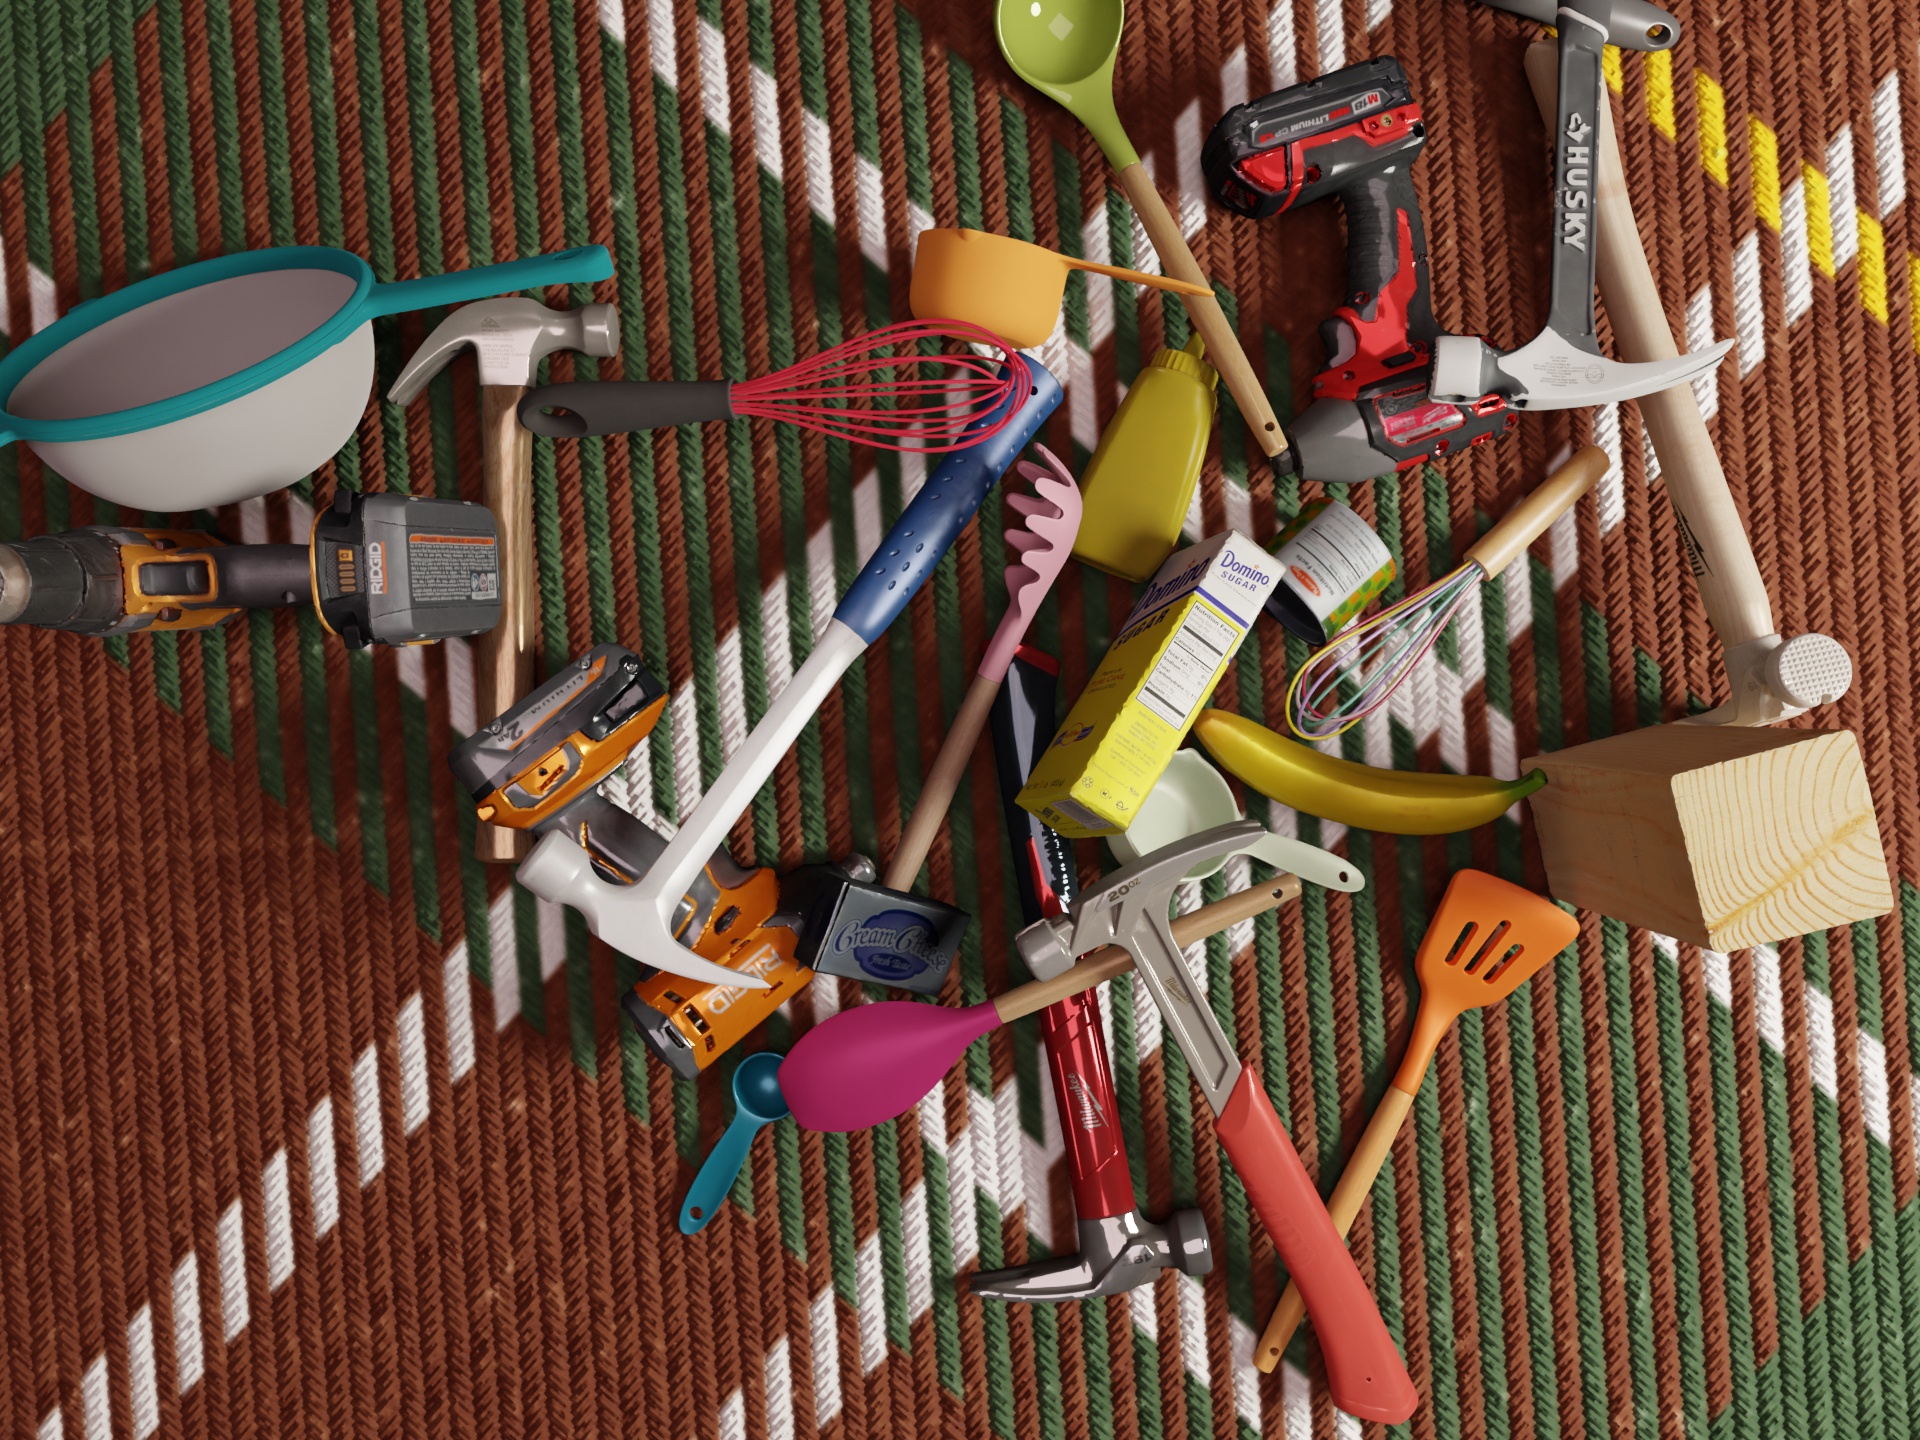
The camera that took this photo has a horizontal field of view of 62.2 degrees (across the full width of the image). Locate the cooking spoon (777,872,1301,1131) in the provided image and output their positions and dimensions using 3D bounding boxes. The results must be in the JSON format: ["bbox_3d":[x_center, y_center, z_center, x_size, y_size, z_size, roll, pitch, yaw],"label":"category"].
[{"bbox_3d":[0.044,0.155,0.904,0.319,0.017,0.069,-24,93,3],"label":"cooking spoon"}]

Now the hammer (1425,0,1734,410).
[{"bbox_3d":[0.344,-0.362,0.868,0.149,0.036,0.409,5,79,11],"label":"hammer"}]

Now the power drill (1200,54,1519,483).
[{"bbox_3d":[0.220,-0.247,0.911,0.143,0.078,0.219,-19,93,1],"label":"power drill"}]

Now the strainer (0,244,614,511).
[{"bbox_3d":[-0.350,-0.189,0.882,0.340,0.211,0.095,-11,128,1],"label":"strainer"}]

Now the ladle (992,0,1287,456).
[{"bbox_3d":[0.109,-0.294,0.898,0.078,0.062,0.320,-25,82,-3],"label":"ladle"}]

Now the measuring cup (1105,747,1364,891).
[{"bbox_3d":[0.159,0.073,0.933,0.167,0.038,0.083,20,68,-17],"label":"measuring cup"}]

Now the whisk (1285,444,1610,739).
[{"bbox_3d":[0.283,-0.077,0.926,0.245,0.051,0.047,-42,86,-2],"label":"whisk"}]

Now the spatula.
[{"bbox_3d":[0.250,0.240,0.928,0.081,0.041,0.322,26,92,-4],"label":"spatula"}]

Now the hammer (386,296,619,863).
[{"bbox_3d":[-0.270,-0.082,0.938,0.130,0.031,0.331,1,91,0],"label":"hammer"}]

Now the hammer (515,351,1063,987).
[{"bbox_3d":[-0.064,-0.037,0.885,0.144,0.035,0.405,39,76,-15],"label":"hammer"}]

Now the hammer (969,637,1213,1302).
[{"bbox_3d":[0.044,0.144,0.932,0.143,0.038,0.386,-10,90,2],"label":"hammer"}]

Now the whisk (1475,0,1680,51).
[{"bbox_3d":[0.305,-0.432,0.922,0.239,0.055,0.055,15,91,-4],"label":"whisk"}]

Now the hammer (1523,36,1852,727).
[{"bbox_3d":[0.391,-0.194,0.903,0.038,0.146,0.411,-14,81,0],"label":"hammer"}]

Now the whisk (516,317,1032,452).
[{"bbox_3d":[-0.107,-0.181,0.884,0.296,0.073,0.073,-2,90,10],"label":"whisk"}]

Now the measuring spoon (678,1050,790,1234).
[{"bbox_3d":[-0.134,0.251,0.949,0.042,0.021,0.128,30,100,0],"label":"measuring spoon"}]

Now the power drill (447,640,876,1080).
[{"bbox_3d":[-0.163,0.068,0.905,0.164,0.084,0.226,-38,98,-16],"label":"power drill"}]

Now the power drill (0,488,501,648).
[{"bbox_3d":[-0.386,-0.078,0.848,0.226,0.185,0.084,-1,95,10],"label":"power drill"}]

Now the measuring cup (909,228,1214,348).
[{"bbox_3d":[0.053,-0.232,0.892,0.174,0.095,0.052,15,97,17],"label":"measuring cup"}]

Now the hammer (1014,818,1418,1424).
[{"bbox_3d":[0.176,0.236,0.893,0.149,0.037,0.359,-28,99,4],"label":"hammer"}]

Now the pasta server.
[{"bbox_3d":[-0.001,-0.003,0.904,0.040,0.060,0.316,20,105,-15],"label":"pasta server"}]
